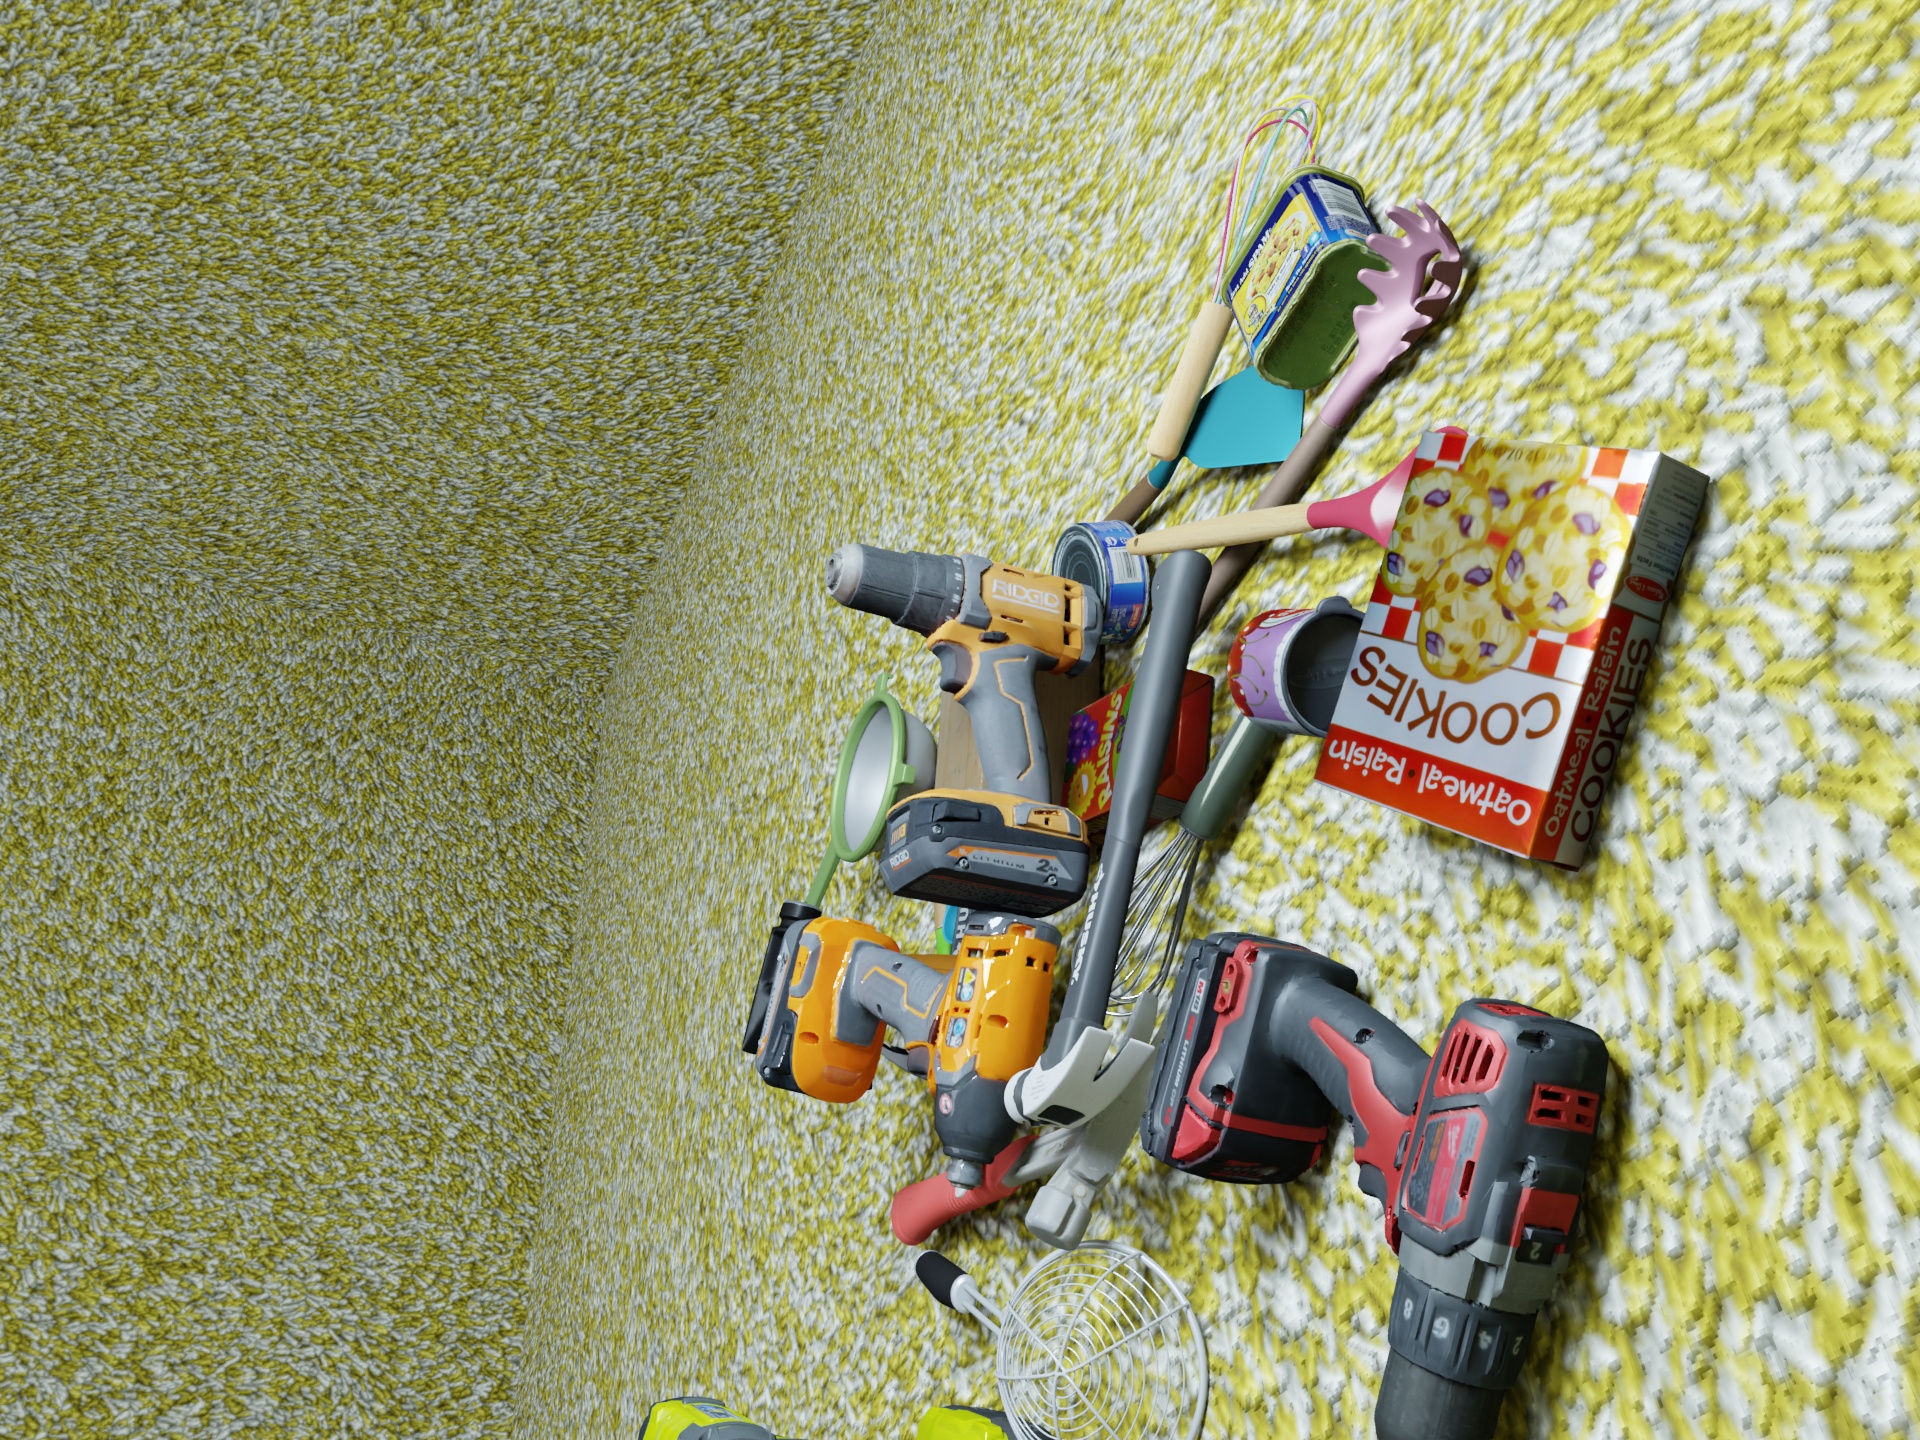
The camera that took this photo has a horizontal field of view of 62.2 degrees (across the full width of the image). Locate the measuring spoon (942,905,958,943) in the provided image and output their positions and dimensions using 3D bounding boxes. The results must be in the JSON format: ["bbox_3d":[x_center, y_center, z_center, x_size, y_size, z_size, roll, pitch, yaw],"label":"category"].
[{"bbox_3d":[-0.002,0.128,1.248,0.042,0.021,0.129,-50,32,22],"label":"measuring spoon"}]

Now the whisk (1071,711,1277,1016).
[{"bbox_3d":[0.131,0.067,0.907,0.058,0.059,0.246,-12,-48,-61],"label":"whisk"}]

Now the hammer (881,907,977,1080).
[{"bbox_3d":[0.015,0.072,1.201,0.149,0.036,0.409,-19,55,49],"label":"hammer"}]

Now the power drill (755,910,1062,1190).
[{"bbox_3d":[-0.036,0.205,1.021,0.226,0.084,0.164,-7,66,49],"label":"power drill"}]

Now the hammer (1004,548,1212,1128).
[{"bbox_3d":[0.094,0.054,0.877,0.146,0.035,0.335,127,160,-67],"label":"hammer"}]

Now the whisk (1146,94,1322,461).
[{"bbox_3d":[0.169,-0.279,1.003,0.245,0.047,0.051,-68,-15,0],"label":"whisk"}]

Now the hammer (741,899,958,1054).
[{"bbox_3d":[-0.056,0.193,1.161,0.337,0.034,0.127,-10,61,54],"label":"hammer"}]

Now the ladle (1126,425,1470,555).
[{"bbox_3d":[0.179,-0.110,0.880,0.315,0.031,0.069,1,77,64],"label":"ladle"}]

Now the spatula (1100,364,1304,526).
[{"bbox_3d":[0.134,-0.149,1.087,0.317,0.044,0.082,135,144,-63],"label":"spatula"}]

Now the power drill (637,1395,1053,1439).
[{"bbox_3d":[-0.073,0.437,0.931,0.171,0.223,0.080,149,133,-63],"label":"power drill"}]

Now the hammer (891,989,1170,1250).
[{"bbox_3d":[0.029,0.279,1.010,0.149,0.036,0.359,-58,4,-30],"label":"hammer"}]

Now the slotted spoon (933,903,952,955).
[{"bbox_3d":[-0.014,0.147,1.271,0.070,0.031,0.314,-47,32,44],"label":"slotted spoon"}]

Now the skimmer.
[{"bbox_3d":[0.043,0.362,0.961,0.363,0.090,0.127,139,142,-74],"label":"skimmer"}]

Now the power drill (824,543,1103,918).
[{"bbox_3d":[-0.002,-0.003,0.996,0.084,0.185,0.226,142,136,-57],"label":"power drill"}]

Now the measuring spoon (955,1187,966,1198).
[{"bbox_3d":[0.002,0.268,1.025,0.034,0.018,0.124,-55,5,16],"label":"measuring spoon"}]

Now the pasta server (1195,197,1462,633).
[{"bbox_3d":[0.191,-0.152,0.909,0.316,0.040,0.060,-59,37,41],"label":"pasta server"}]

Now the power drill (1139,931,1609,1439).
[{"bbox_3d":[0.167,0.194,0.679,0.227,0.080,0.188,13,89,67],"label":"power drill"}]

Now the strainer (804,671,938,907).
[{"bbox_3d":[-0.076,0.096,1.414,0.152,0.069,0.256,-107,35,-52],"label":"strainer"}]
